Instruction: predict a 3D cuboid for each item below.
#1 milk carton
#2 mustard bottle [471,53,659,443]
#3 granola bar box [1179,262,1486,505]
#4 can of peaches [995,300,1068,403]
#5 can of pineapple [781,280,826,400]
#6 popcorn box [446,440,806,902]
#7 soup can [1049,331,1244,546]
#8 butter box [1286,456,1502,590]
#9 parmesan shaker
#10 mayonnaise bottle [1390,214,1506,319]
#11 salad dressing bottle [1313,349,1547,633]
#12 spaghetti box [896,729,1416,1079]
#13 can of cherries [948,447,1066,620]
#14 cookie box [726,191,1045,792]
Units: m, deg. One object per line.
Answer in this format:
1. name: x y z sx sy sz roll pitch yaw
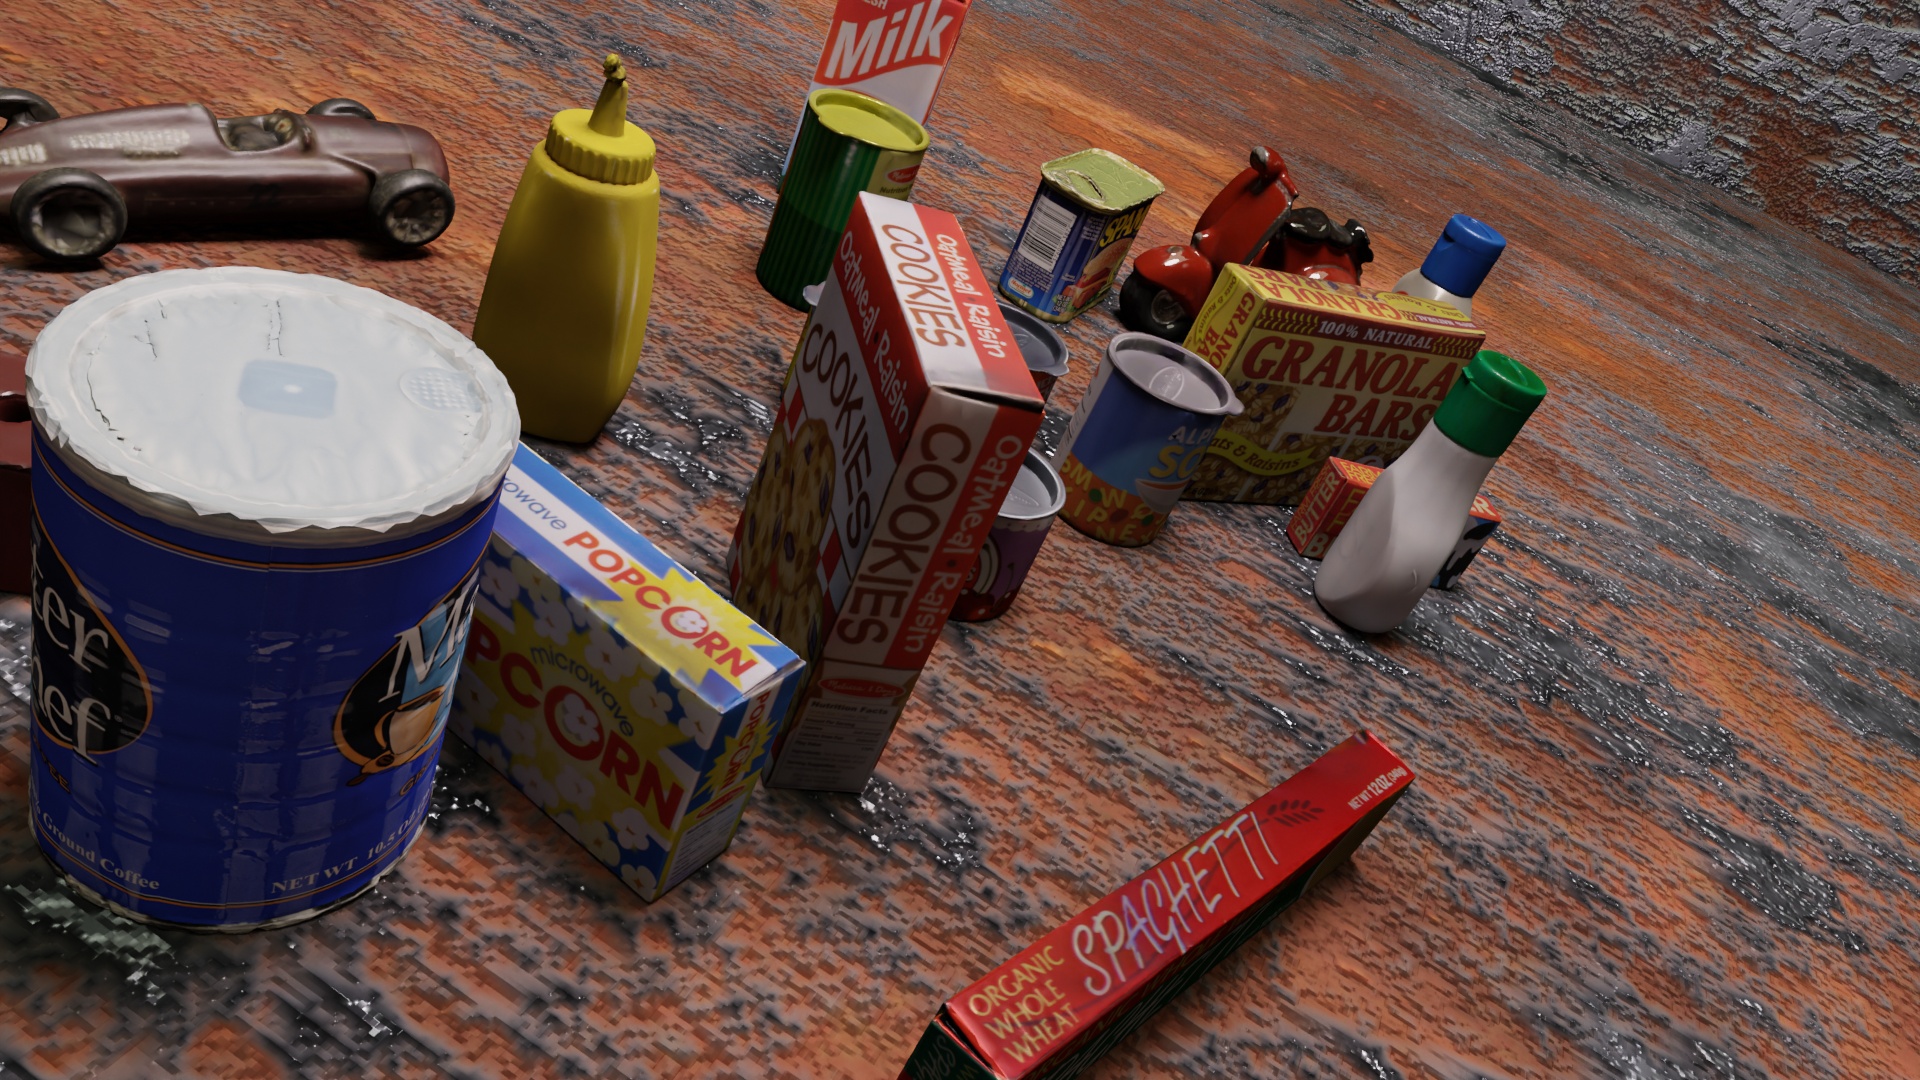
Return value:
1. milk carton: -0.044 -0.293 0.840 0.073 0.189 0.073 21 33 -6
2. mustard bottle: -0.149 -0.115 0.545 0.065 0.159 0.049 18 33 -11
3. granola bar box: 0.187 -0.077 0.749 0.166 0.123 0.039 2 39 -32
4. can of peaches: 0.014 -0.080 0.699 0.071 0.057 0.071 18 33 -12
5. can of pineapple: -0.048 -0.085 0.664 0.071 0.057 0.071 18 33 -12
6. popcorn box: -0.117 0.036 0.421 0.127 0.084 0.038 35 34 16
7. soup can: 0.088 -0.047 0.677 0.071 0.083 0.072 18 33 -12
8. butter box: 0.233 -0.008 0.747 0.103 0.052 0.024 13 34 -19
9. parmesan shaker: -0.067 -0.179 0.744 0.071 0.102 0.072 18 33 -12
10. mayonnaise bottle: 0.282 -0.130 0.865 0.041 0.147 0.065 13 34 -18
11. salad dressing bottle: 0.227 -0.022 0.676 0.044 0.147 0.064 19 33 -9
12. spaghetti box: 0.075 0.124 0.458 0.251 0.050 0.029 -17 51 -46
13. can of cherries: 0.002 -0.007 0.587 0.071 0.058 0.072 18 33 -12
14. cookie box: -0.033 -0.016 0.475 0.040 0.166 0.123 9 36 -24
